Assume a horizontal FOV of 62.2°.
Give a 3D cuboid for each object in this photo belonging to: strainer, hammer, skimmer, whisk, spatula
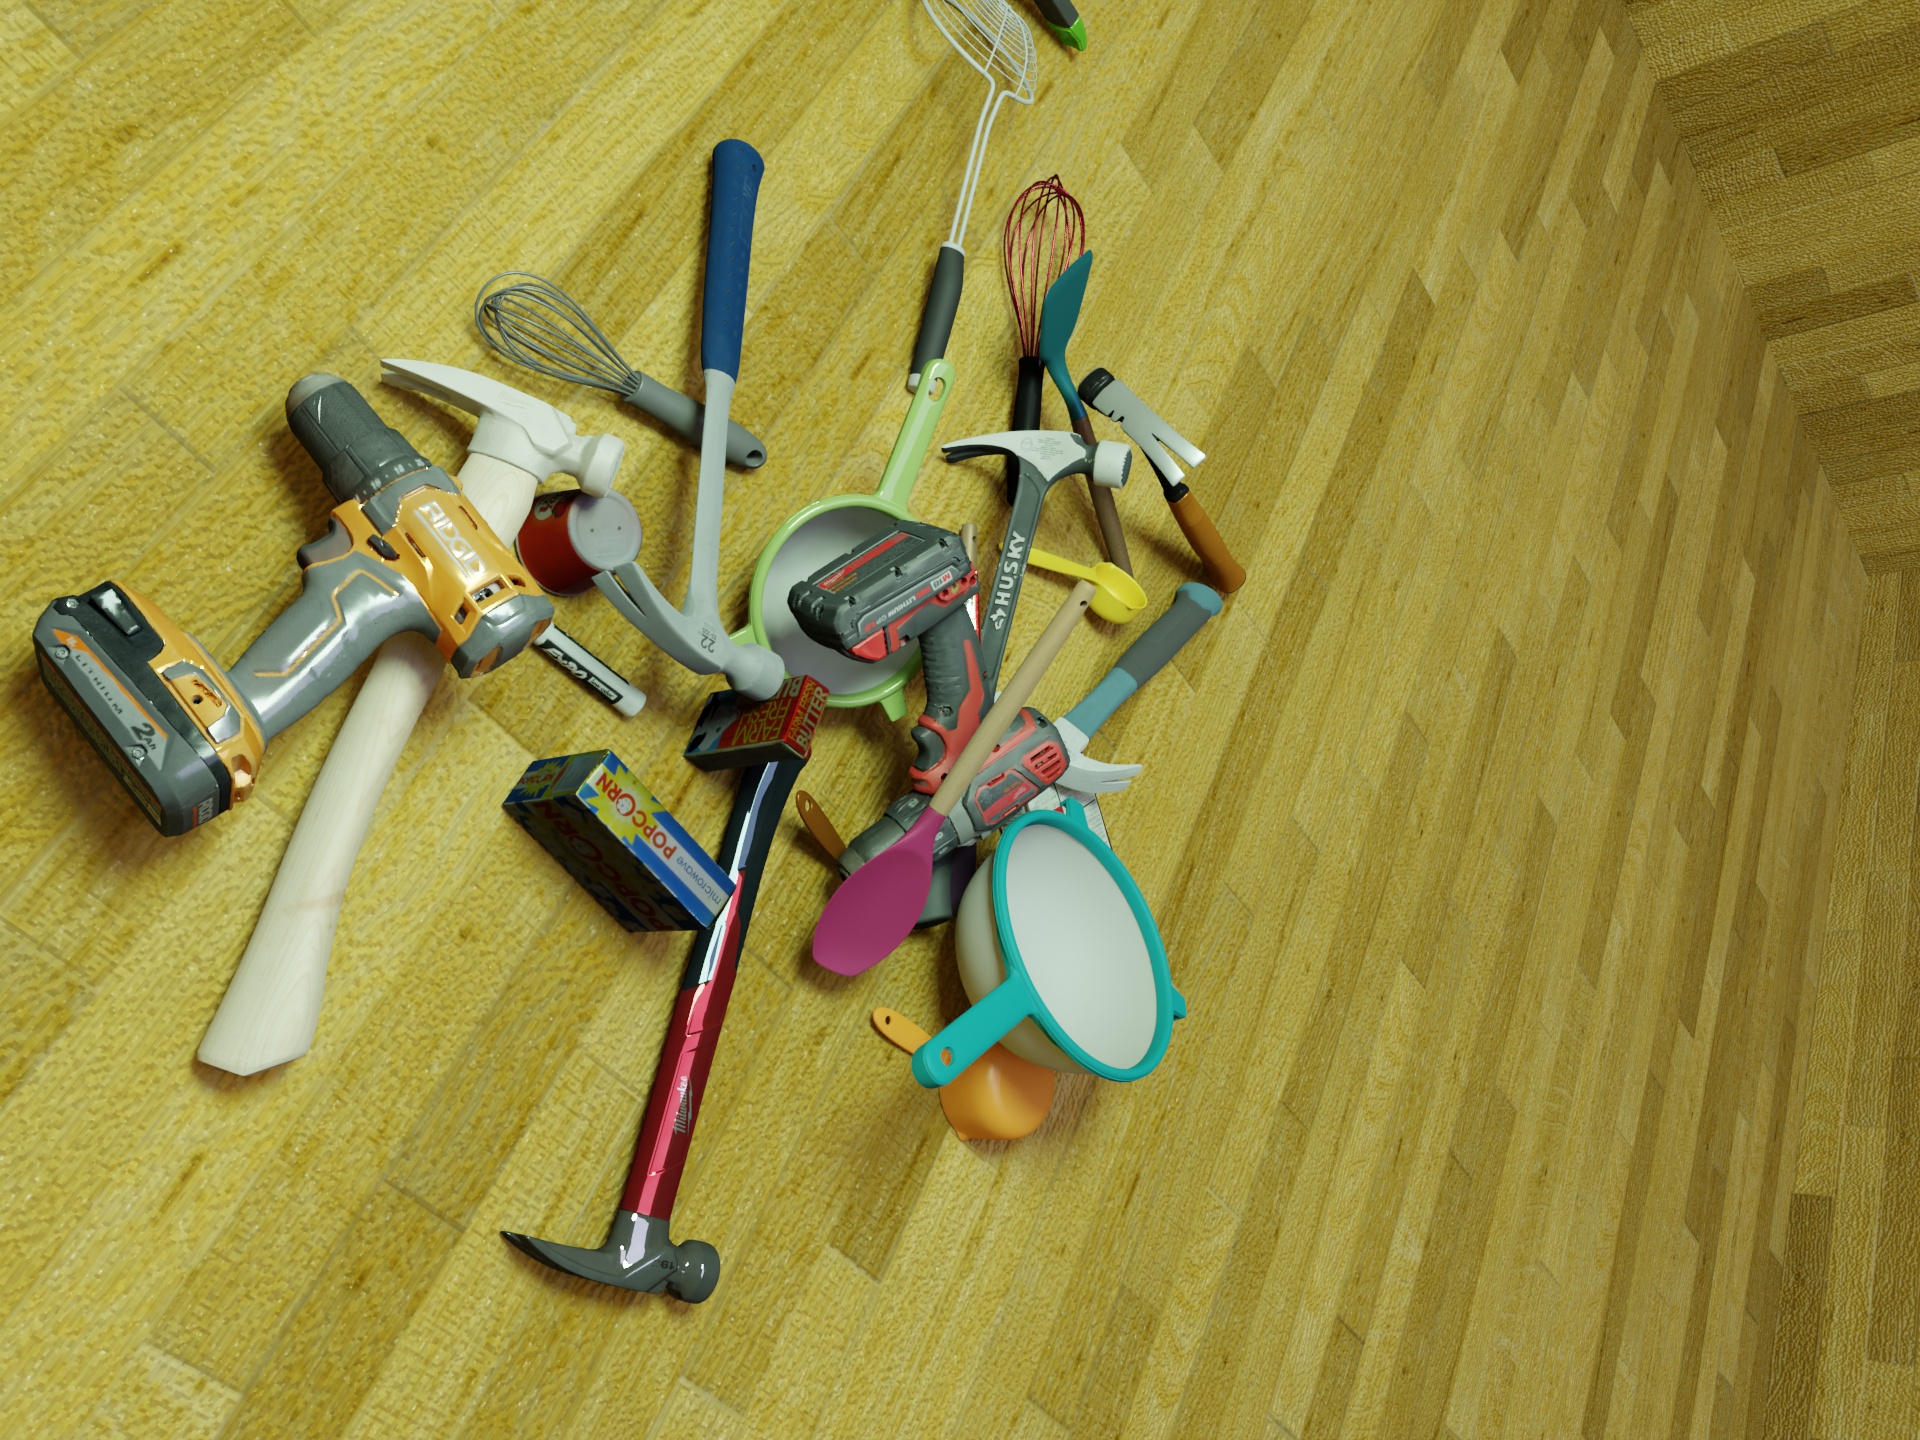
[{"bbox_3d":[0.033,0.194,1.141,0.340,0.095,0.211,-25,87,-58],"label":"strainer"},{"bbox_3d":[-0.328,-0.008,0.884,0.146,0.038,0.411,22,71,-12],"label":"hammer"},{"bbox_3d":[-0.012,-0.438,1.309,0.127,0.090,0.363,20,79,-43],"label":"skimmer"},{"bbox_3d":[0.063,-0.323,1.348,0.073,0.073,0.296,14,79,-44],"label":"whisk"},{"bbox_3d":[-0.175,0.165,1.031,0.143,0.038,0.386,30,63,-37],"label":"hammer"},{"bbox_3d":[-0.070,-0.137,1.132,0.151,0.069,0.256,22,89,-31],"label":"strainer"},{"bbox_3d":[-0.215,-0.223,1.050,0.238,0.055,0.055,26,65,-46],"label":"whisk"},{"bbox_3d":[-0.164,-0.221,1.056,0.144,0.035,0.406,31,51,-49],"label":"hammer"},{"bbox_3d":[0.115,-0.234,1.347,0.082,0.044,0.317,-51,134,-39],"label":"spatula"},{"bbox_3d":[-0.002,-0.004,1.253,0.059,0.018,0.316,15,74,-43],"label":"spatula"},{"bbox_3d":[0.013,-0.038,1.223,0.036,0.149,0.409,56,48,-71],"label":"hammer"},{"bbox_3d":[0.146,-0.042,1.378,0.128,0.033,0.331,40,42,7],"label":"hammer"},{"bbox_3d":[0.200,-0.184,1.388,0.034,0.127,0.336,-43,150,4],"label":"hammer"}]

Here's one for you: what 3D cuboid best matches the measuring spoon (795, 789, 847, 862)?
[{"bbox_3d":[-0.089,0.084,1.125,0.116,0.011,0.021,60,37,-48],"label":"measuring spoon"}]

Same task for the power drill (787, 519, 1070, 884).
[{"bbox_3d":[-0.036,-0.003,1.100,0.188,0.080,0.226,-34,119,-17],"label":"power drill"}]

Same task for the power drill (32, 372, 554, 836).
[{"bbox_3d":[-0.353,-0.069,0.823,0.226,0.084,0.185,-37,89,-32],"label":"power drill"}]

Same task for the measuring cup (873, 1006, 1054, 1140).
[{"bbox_3d":[0.006,0.255,1.192,0.173,0.052,0.095,40,57,-37],"label":"measuring cup"}]

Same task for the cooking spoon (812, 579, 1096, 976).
[{"bbox_3d":[-0.001,0.040,1.082,0.068,0.017,0.319,30,97,-31],"label":"cooking spoon"}]

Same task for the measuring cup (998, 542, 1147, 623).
[{"bbox_3d":[0.091,-0.120,1.364,0.156,0.029,0.062,15,38,-30],"label":"measuring cup"}]

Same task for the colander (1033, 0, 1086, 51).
[{"bbox_3d":[-0.007,-0.654,1.301,0.094,0.205,0.396,-53,146,3],"label":"colander"}]
